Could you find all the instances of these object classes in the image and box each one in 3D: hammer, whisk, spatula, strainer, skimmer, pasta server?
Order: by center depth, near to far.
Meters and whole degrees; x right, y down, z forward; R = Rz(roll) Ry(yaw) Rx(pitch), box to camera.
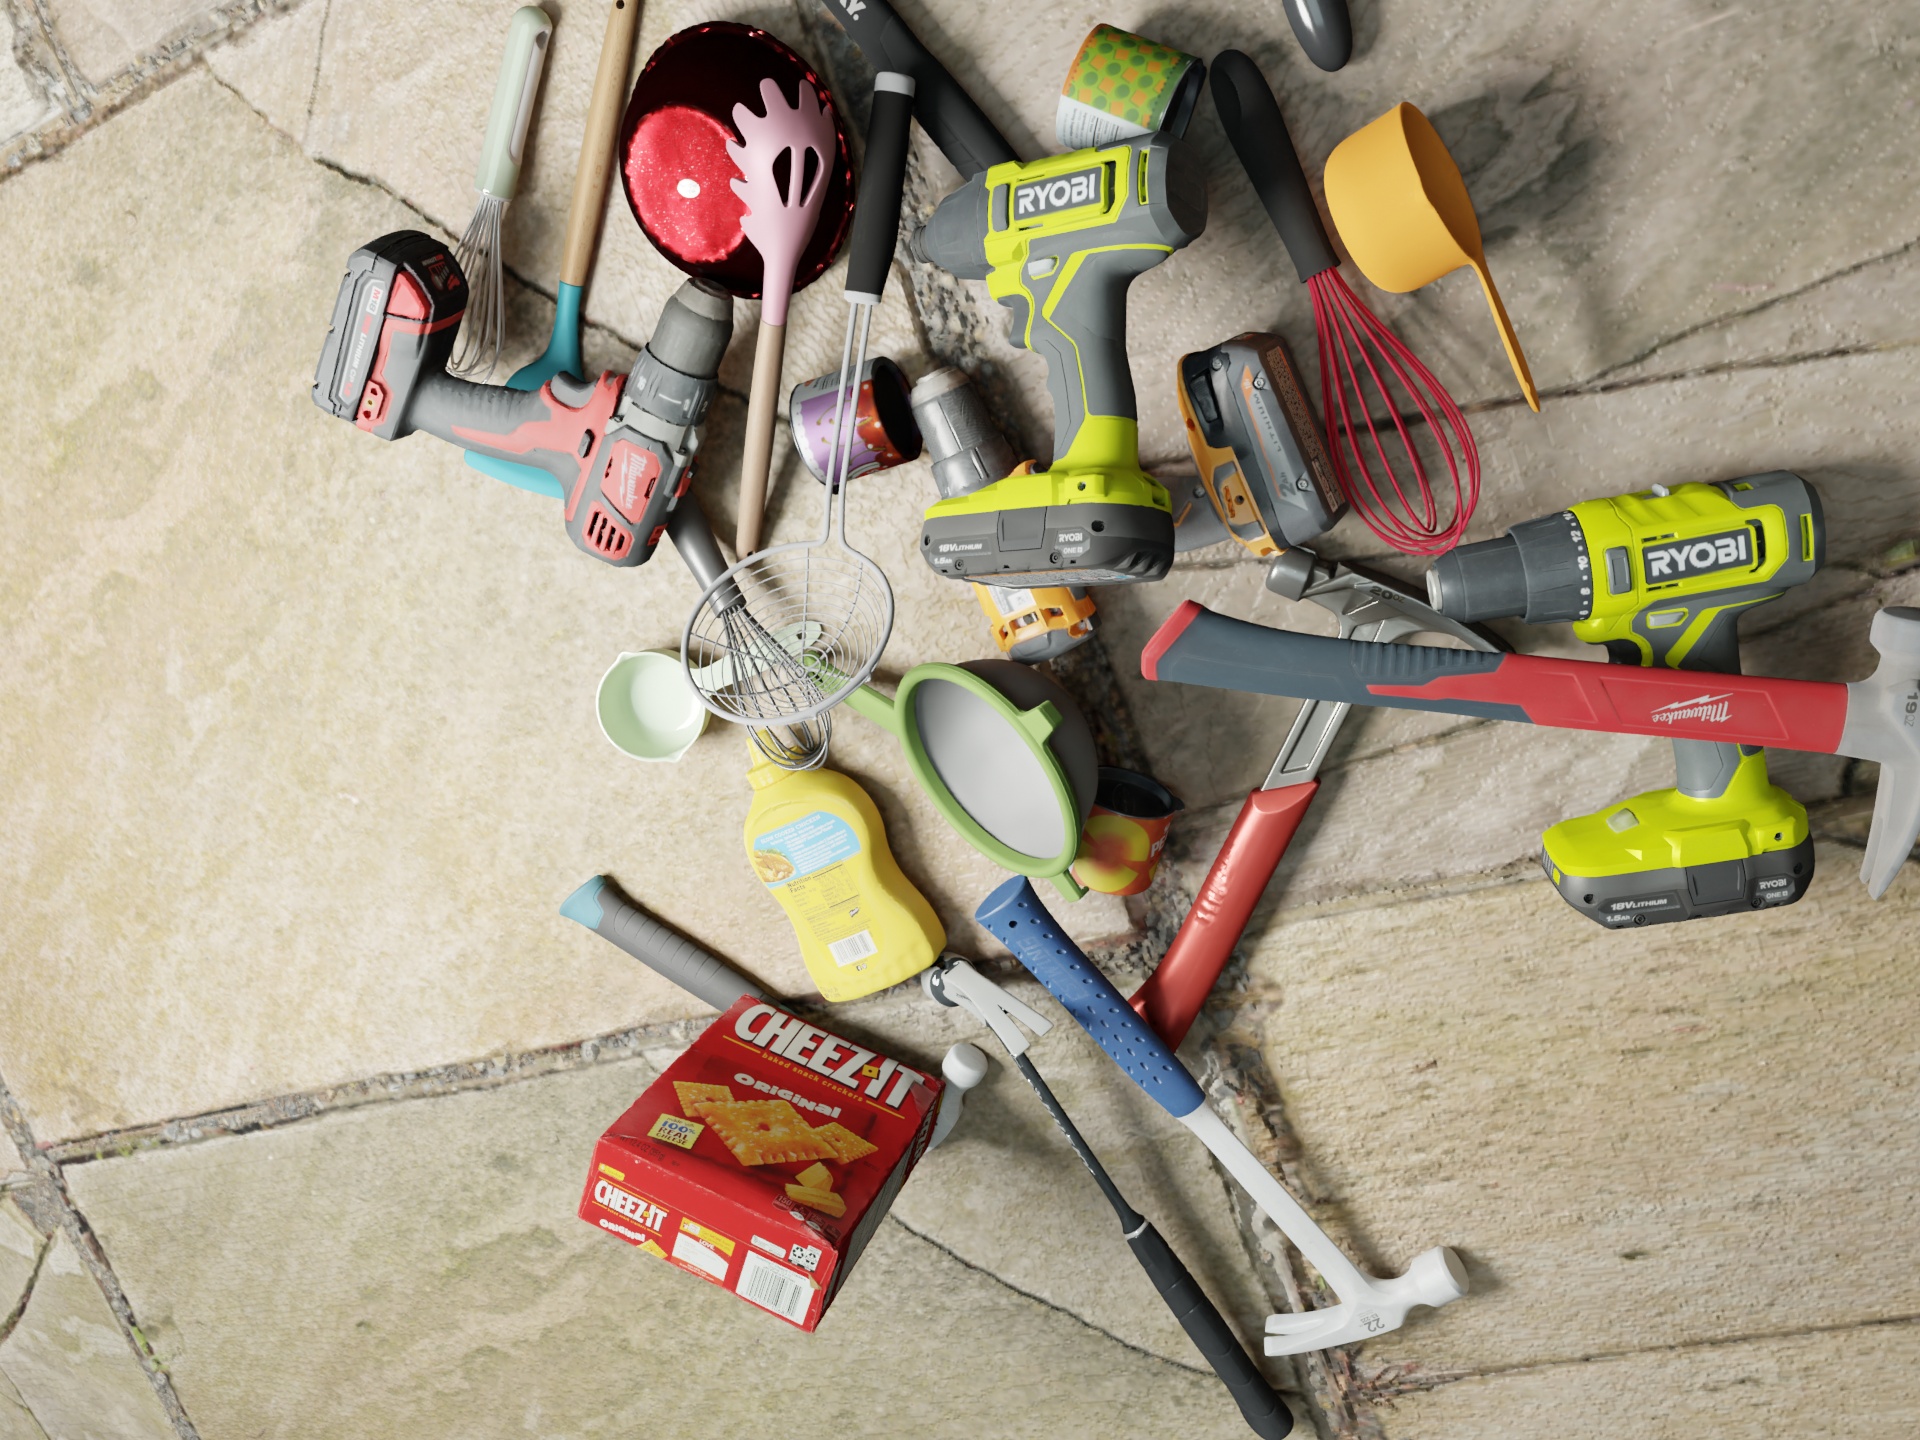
[{"bbox_3d":[0.139,-0.466,0.801,0.070,0.070,0.284,-18,106,24],"label":"whisk"},{"bbox_3d":[0.286,-0.002,0.820,0.386,0.038,0.143,6,108,14],"label":"hammer"},{"bbox_3d":[0.204,-0.225,0.862,0.073,0.073,0.296,-24,94,25],"label":"whisk"},{"bbox_3d":[-0.077,-0.178,0.887,0.127,0.090,0.363,14,102,24],"label":"skimmer"},{"bbox_3d":[-0.031,-0.381,0.902,0.146,0.035,0.335,-39,93,28],"label":"hammer"},{"bbox_3d":[-0.116,-0.220,0.950,0.060,0.040,0.316,-7,138,-22],"label":"pasta server"},{"bbox_3d":[0.195,0.075,0.984,0.149,0.037,0.359,26,115,9],"label":"hammer"},{"bbox_3d":[-0.002,-0.003,0.992,0.257,0.069,0.151,29,144,40],"label":"strainer"},{"bbox_3d":[-0.243,-0.300,1.003,0.082,0.044,0.317,20,113,5],"label":"spatula"},{"bbox_3d":[-0.299,-0.327,1.012,0.059,0.058,0.246,24,110,9],"label":"whisk"},{"bbox_3d":[0.151,0.261,1.032,0.144,0.035,0.405,-36,103,24],"label":"hammer"},{"bbox_3d":[-0.151,-0.073,1.038,0.055,0.055,0.239,-31,83,26],"label":"whisk"},{"bbox_3d":[0.113,0.331,1.074,0.036,0.149,0.408,-37,103,-14],"label":"hammer"},{"bbox_3d":[-0.148,0.209,1.158,0.331,0.033,0.128,31,115,7],"label":"hammer"}]

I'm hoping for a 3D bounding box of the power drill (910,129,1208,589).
[{"bbox_3d":[0.043,-0.186,0.851,0.171,0.080,0.223,0,87,36],"label":"power drill"}]

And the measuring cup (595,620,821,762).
[{"bbox_3d":[-0.167,-0.031,1.083,0.167,0.038,0.083,-25,98,9],"label":"measuring cup"}]

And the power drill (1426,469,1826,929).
[{"bbox_3d":[0.361,-0.010,0.857,0.190,0.080,0.228,-10,105,9],"label":"power drill"}]

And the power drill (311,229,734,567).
[{"bbox_3d":[-0.258,-0.217,0.972,0.226,0.080,0.187,26,115,-5],"label":"power drill"}]

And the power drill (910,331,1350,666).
[{"bbox_3d":[0.087,-0.149,0.921,0.226,0.084,0.185,-21,99,29],"label":"power drill"}]

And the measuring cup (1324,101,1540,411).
[{"bbox_3d":[0.246,-0.230,0.829,0.052,0.095,0.173,-21,105,34],"label":"measuring cup"}]
